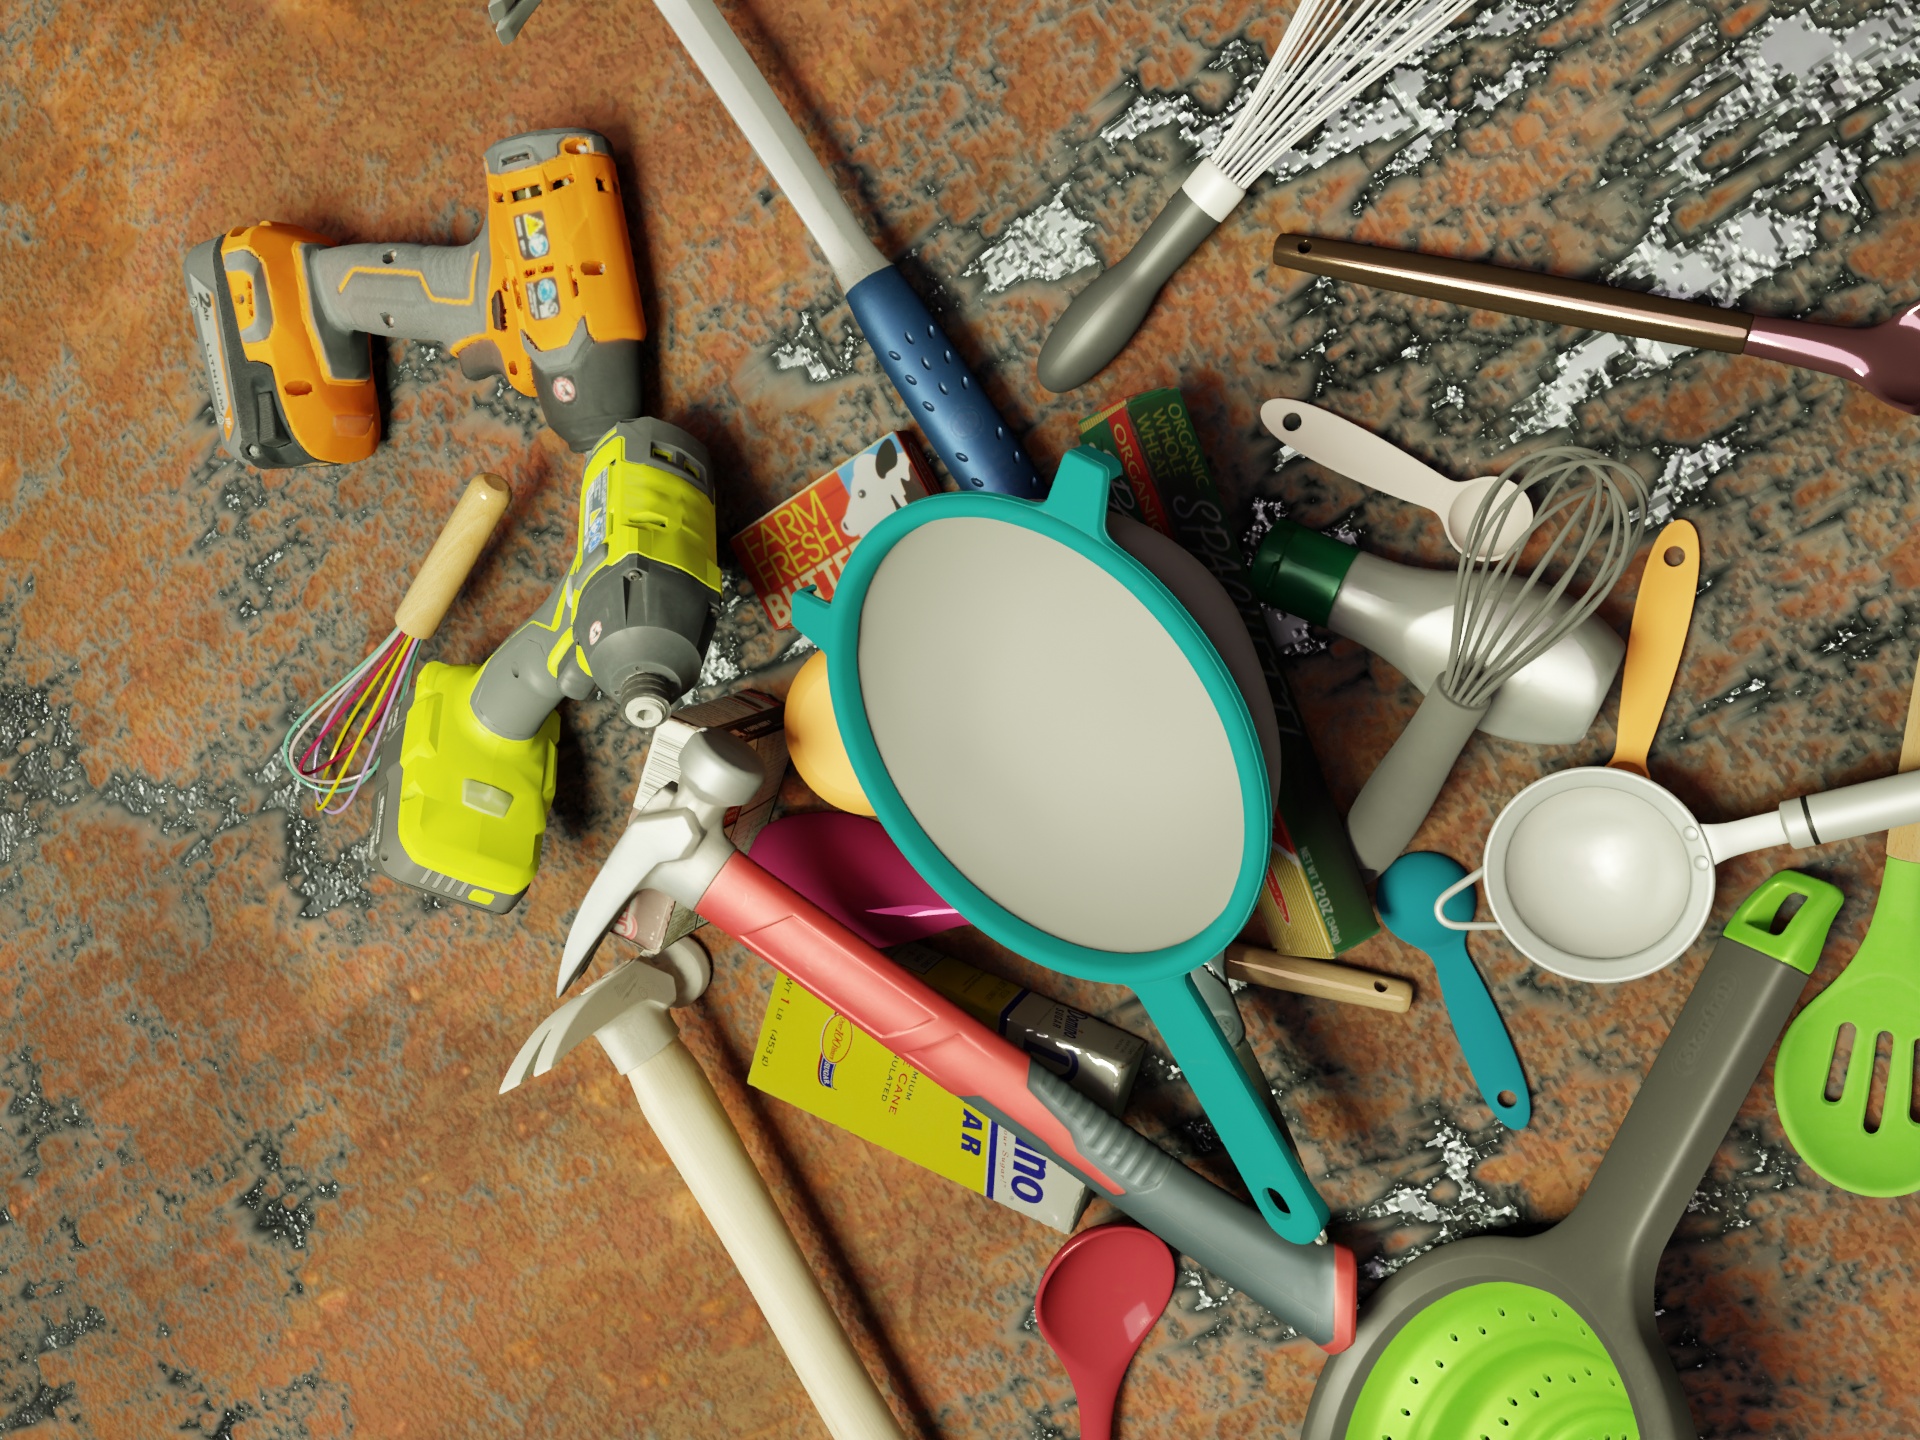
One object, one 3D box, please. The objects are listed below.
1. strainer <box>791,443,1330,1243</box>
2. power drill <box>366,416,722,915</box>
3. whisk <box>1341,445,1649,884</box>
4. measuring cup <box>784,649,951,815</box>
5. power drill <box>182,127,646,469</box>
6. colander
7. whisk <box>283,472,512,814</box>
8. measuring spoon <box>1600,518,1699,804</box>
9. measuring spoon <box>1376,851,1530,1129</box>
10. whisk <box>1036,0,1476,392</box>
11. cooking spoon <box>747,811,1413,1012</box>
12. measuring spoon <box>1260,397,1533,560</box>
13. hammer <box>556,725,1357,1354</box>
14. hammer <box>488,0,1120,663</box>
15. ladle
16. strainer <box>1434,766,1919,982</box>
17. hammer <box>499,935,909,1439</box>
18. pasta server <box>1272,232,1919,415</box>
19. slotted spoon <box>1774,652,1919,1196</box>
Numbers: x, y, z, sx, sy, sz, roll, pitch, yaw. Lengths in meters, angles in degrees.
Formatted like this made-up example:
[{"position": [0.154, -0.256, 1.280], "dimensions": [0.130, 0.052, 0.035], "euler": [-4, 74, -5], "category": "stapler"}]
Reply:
[{"position": [0.083, 0.049, 0.652], "dimensions": [0.211, 0.095, 0.340], "euler": [-20, 103, 49], "category": "strainer"}, {"position": [-0.190, -0.014, 0.743], "dimensions": [0.223, 0.080, 0.171], "euler": [-44, 37, 31], "category": "power drill"}, {"position": [0.190, -0.010, 0.612], "dimensions": [0.055, 0.055, 0.238], "euler": [31, 138, 14], "category": "whisk"}, {"position": [-0.001, -0.002, 0.731], "dimensions": [0.173, 0.052, 0.095], "euler": [-5, 97, 24], "category": "measuring cup"}, {"position": [-0.261, -0.186, 0.791], "dimensions": [0.226, 0.084, 0.164], "euler": [-7, 98, 19], "category": "power drill"}, {"position": [0.273, 0.252, 0.643], "dimensions": [0.094, 0.205, 0.397], "euler": [26, 93, -20], "category": "colander"}, {"position": [-0.294, -0.038, 0.829], "dimensions": [0.051, 0.047, 0.245], "euler": [39, 121, -4], "category": "whisk"}, {"position": [0.278, -0.023, 0.642], "dimensions": [0.021, 0.011, 0.117], "euler": [11, 99, 16], "category": "measuring spoon"}, {"position": [0.215, 0.119, 0.682], "dimensions": [0.042, 0.021, 0.128], "euler": [-23, 89, 23], "category": "measuring spoon"}, {"position": [0.125, -0.241, 0.644], "dimensions": [0.070, 0.070, 0.284], "euler": [48, 117, 8], "category": "whisk"}, {"position": [0.046, 0.093, 0.737], "dimensions": [0.319, 0.017, 0.069], "euler": [10, 61, 15], "category": "cooking spoon"}, {"position": [0.181, -0.104, 0.666], "dimensions": [0.124, 0.018, 0.034], "euler": [32, 103, 21], "category": "measuring spoon"}, {"position": [0.005, 0.168, 0.707], "dimensions": [0.386, 0.038, 0.143], "euler": [35, 107, 0], "category": "hammer"}, {"position": [-0.051, -0.201, 0.708], "dimensions": [0.144, 0.035, 0.405], "euler": [-33, 90, -6], "category": "hammer"}, {"position": [0.068, 0.384, 0.781], "dimensions": [0.069, 0.031, 0.315], "euler": [-3, 103, -12], "category": "ladle"}, {"position": [0.312, 0.042, 0.607], "dimensions": [0.258, 0.050, 0.087], "euler": [-19, 86, 30], "category": "strainer"}, {"position": [-0.076, 0.306, 0.778], "dimensions": [0.038, 0.146, 0.410], "euler": [-29, 92, 22], "category": "hammer"}, {"position": [0.269, -0.154, 0.599], "dimensions": [0.316, 0.040, 0.060], "euler": [18, 85, 23], "category": "pasta server"}, {"position": [0.368, 0.028, 0.604], "dimensions": [0.070, 0.031, 0.313], "euler": [11, 101, 35], "category": "slotted spoon"}]
